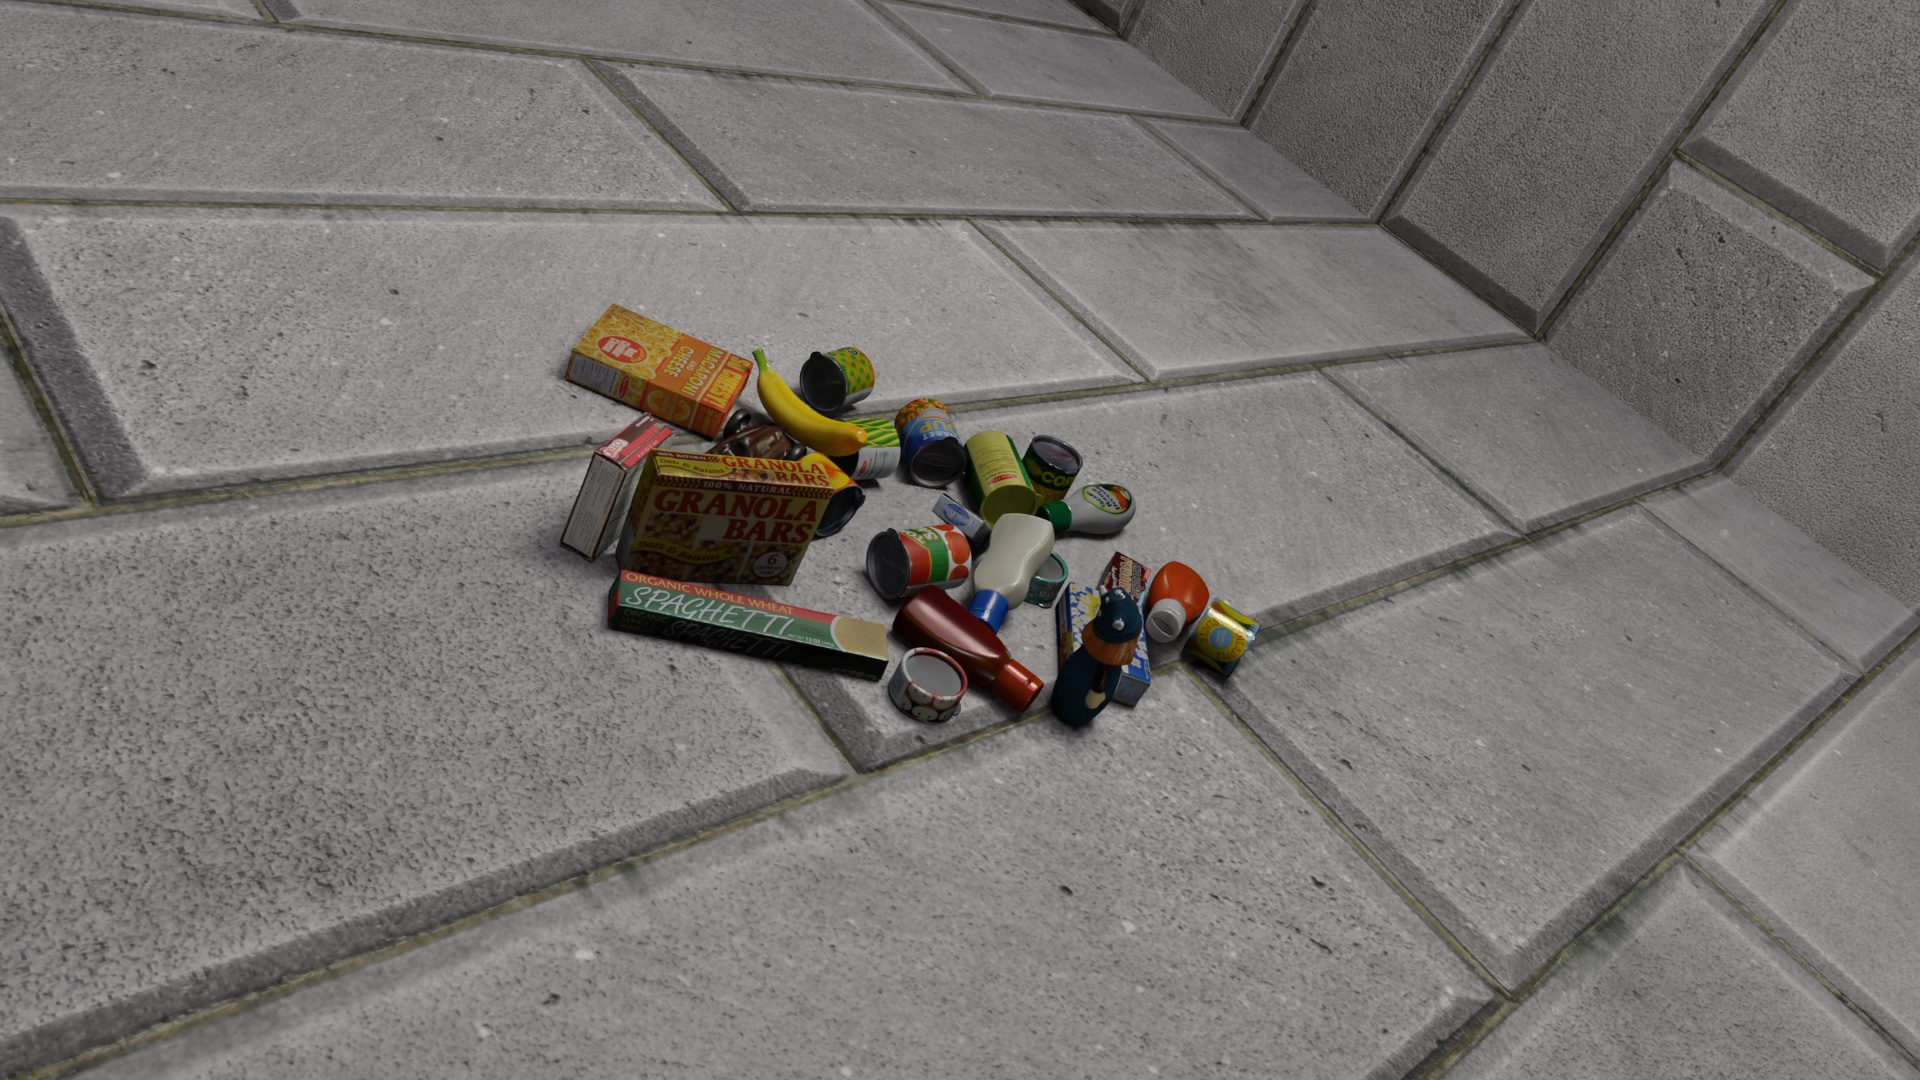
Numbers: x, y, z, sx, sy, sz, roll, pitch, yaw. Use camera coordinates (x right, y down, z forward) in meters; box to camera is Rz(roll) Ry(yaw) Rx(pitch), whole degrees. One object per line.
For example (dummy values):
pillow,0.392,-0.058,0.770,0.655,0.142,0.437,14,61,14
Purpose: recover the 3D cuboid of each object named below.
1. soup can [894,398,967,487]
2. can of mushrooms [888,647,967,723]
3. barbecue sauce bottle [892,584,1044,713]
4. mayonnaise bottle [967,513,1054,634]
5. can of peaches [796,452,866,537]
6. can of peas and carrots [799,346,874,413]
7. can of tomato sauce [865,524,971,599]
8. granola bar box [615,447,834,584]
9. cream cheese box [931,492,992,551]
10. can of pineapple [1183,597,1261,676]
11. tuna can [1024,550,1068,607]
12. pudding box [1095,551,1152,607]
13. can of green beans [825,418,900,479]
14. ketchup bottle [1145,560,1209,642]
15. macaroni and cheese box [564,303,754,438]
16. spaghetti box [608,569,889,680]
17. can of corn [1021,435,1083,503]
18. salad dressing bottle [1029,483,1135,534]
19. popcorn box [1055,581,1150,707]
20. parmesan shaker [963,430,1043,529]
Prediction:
soup can,-0.033,-0.112,1.554,0.071,0.071,0.084,9,37,-26
can of mushrooms,-0.027,0.131,1.257,0.071,0.033,0.071,18,33,-12
barbecue sauce bottle,0.010,0.104,1.311,0.149,0.043,0.065,36,39,13
mayonnaise bottle,0.044,0.036,1.396,0.065,0.041,0.149,10,48,21
can of peaches,-0.139,-0.047,1.393,0.058,0.071,0.071,41,35,22
can of peas and carrots,-0.141,-0.186,1.582,0.071,0.070,0.059,38,33,16
can of tomato sauce,-0.041,0.018,1.370,0.083,0.070,0.071,-8,46,-42
granola bar box,-0.213,-0.019,1.250,0.166,0.123,0.039,4,40,-32
cream cheese box,0.005,-0.018,1.445,0.053,0.024,0.103,34,-2,12
can of pineapple,0.279,0.103,1.479,0.058,0.070,0.071,32,33,10
tuna can,0.080,0.035,1.464,0.071,0.032,0.071,18,33,-12
pudding box,0.176,0.052,1.512,0.050,0.030,0.084,30,33,2
can of green beans,-0.106,-0.098,1.487,0.058,0.071,0.071,-6,45,-41
ketchup bottle,0.229,0.068,1.486,0.065,0.043,0.149,43,22,2
macaroni and cheese box,-0.317,-0.181,1.479,0.166,0.040,0.124,23,33,-6
spaghetti box,-0.184,0.076,1.227,0.250,0.028,0.050,14,34,-20
can of corn,0.102,-0.078,1.613,0.071,0.058,0.071,19,33,-13
salad dressing bottle,0.138,-0.032,1.589,0.148,0.043,0.064,-11,50,-44
popcorn box,0.143,0.104,1.410,0.085,0.038,0.127,20,33,-12
parmesan shaker,0.045,-0.068,1.550,0.071,0.071,0.103,11,35,-24
